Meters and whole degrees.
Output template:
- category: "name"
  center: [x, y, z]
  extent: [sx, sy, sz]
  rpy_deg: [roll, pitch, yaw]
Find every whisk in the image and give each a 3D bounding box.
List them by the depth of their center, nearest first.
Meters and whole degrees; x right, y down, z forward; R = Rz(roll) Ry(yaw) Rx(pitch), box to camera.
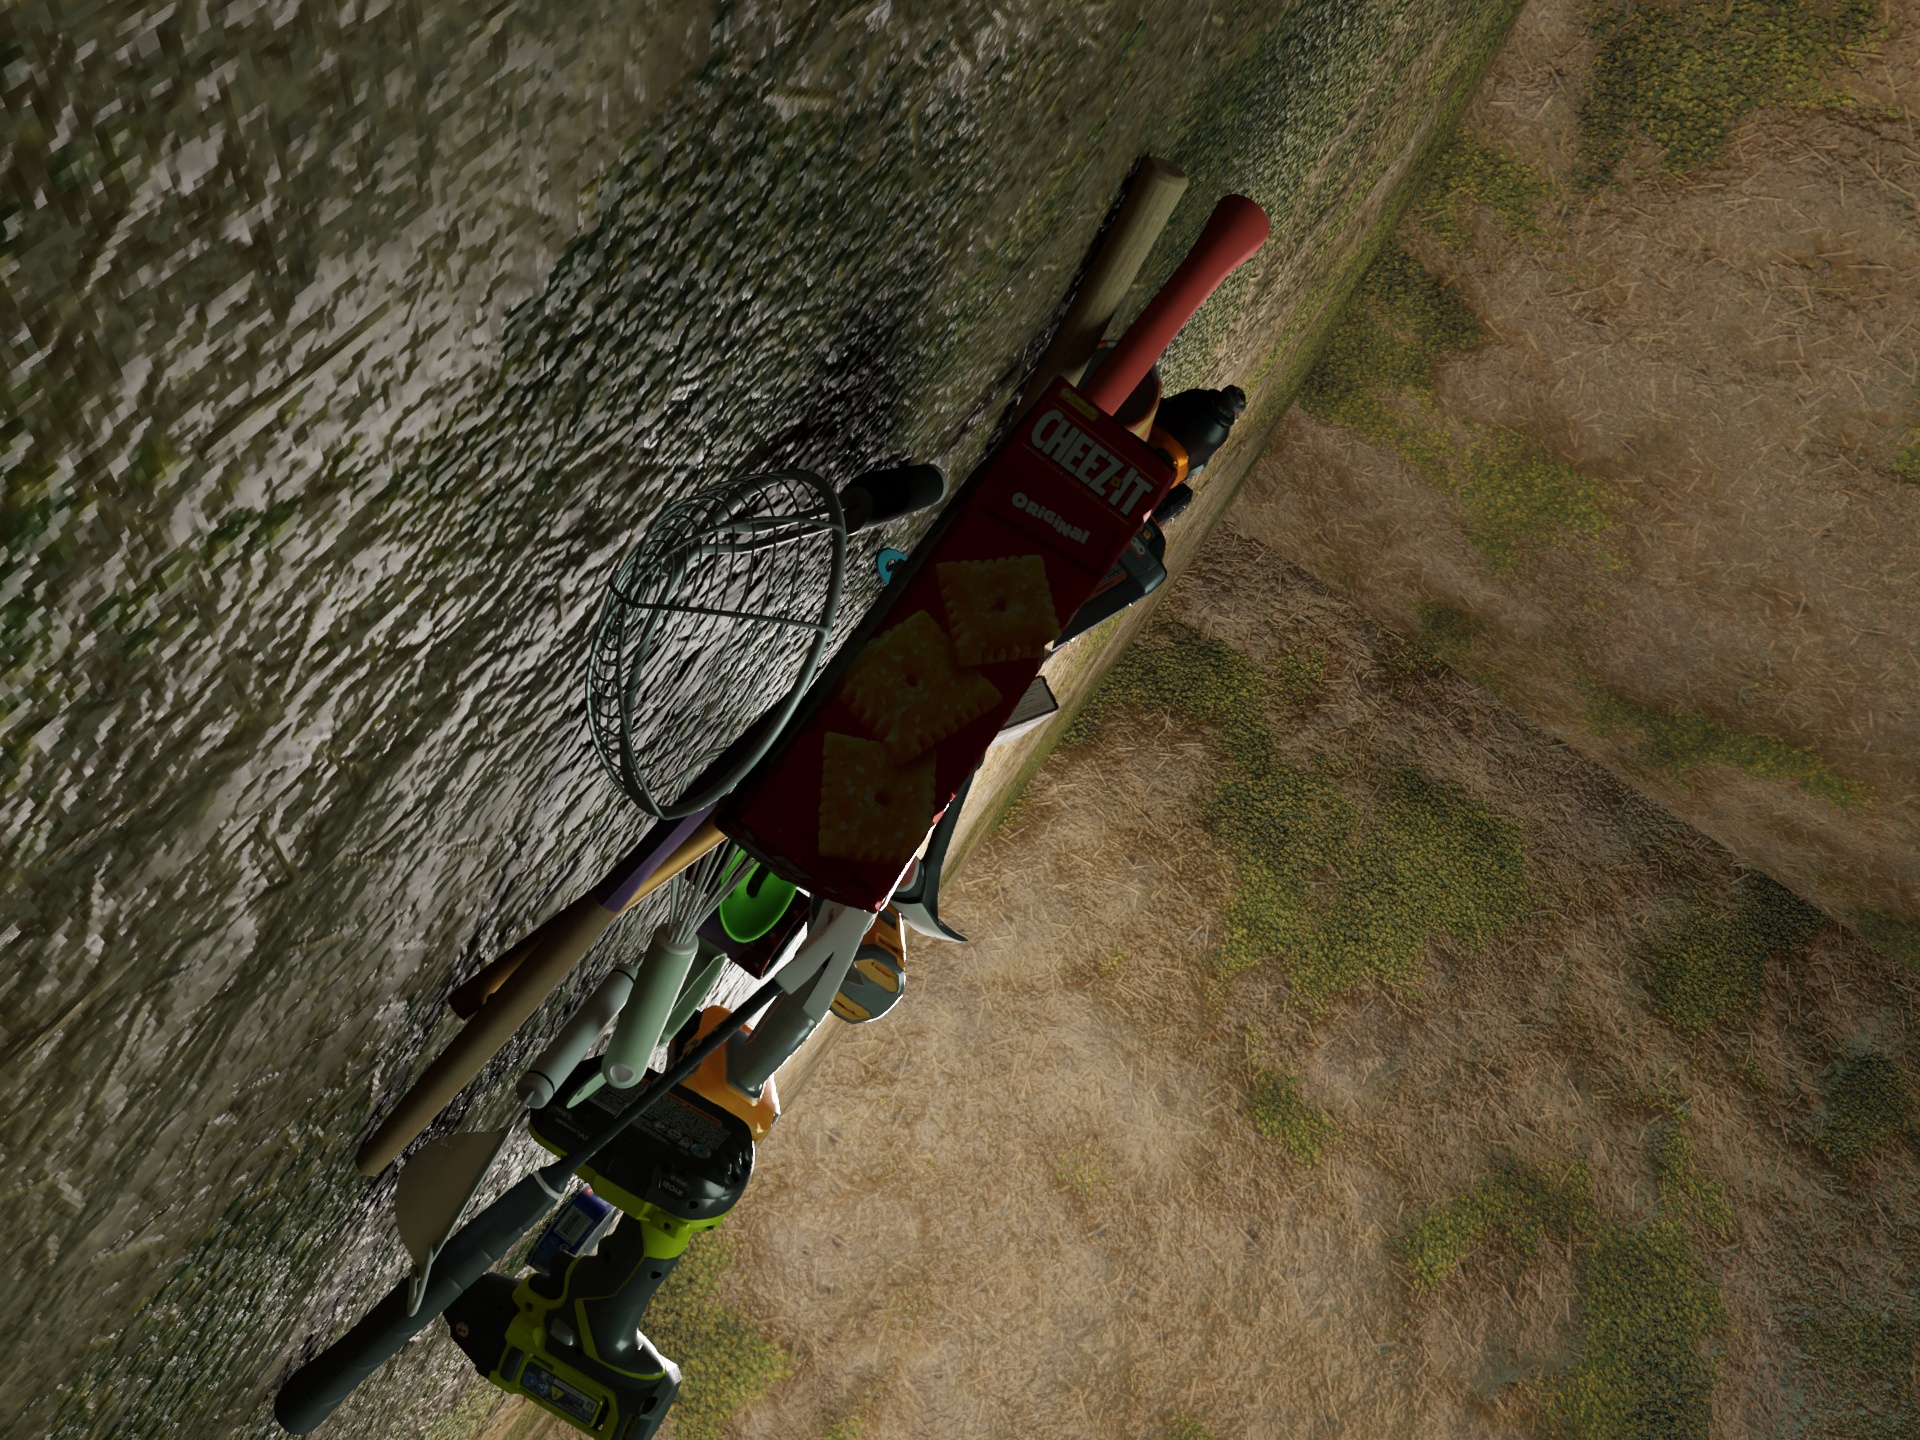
- category: "whisk"
  center: [-0.150, 0.110, 0.852]
  extent: [0.059, 0.057, 0.246]
  rpy_deg: [-83, -163, -59]

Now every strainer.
- category: "strainer"
  center: [-0.233, 0.201, 0.846]
  extent: [0.087, 0.050, 0.258]
  rpy_deg: [-51, -177, 35]

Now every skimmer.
- category: "skimmer"
  center: [-0.046, -0.060, 0.657]
  extent: [0.127, 0.090, 0.363]
  rpy_deg: [-49, 177, 21]

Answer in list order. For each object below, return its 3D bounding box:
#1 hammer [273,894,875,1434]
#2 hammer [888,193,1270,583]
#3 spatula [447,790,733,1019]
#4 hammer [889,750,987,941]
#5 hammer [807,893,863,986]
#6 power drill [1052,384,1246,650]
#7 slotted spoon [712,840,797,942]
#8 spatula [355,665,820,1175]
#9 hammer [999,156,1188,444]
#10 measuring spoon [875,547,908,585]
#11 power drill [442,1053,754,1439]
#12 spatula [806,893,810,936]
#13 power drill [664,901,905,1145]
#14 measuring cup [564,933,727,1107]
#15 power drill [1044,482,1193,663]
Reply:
- category: "hammer"
  center: [-0.202, 0.233, 0.824]
  extent: [0.409, 0.036, 0.149]
  rpy_deg: [-42, -174, 5]
- category: "hammer"
  center: [0.070, -0.172, 0.890]
  extent: [0.359, 0.037, 0.149]
  rpy_deg: [-53, 174, -19]
- category: "spatula"
  center: [-0.099, 0.045, 0.760]
  extent: [0.322, 0.041, 0.081]
  rpy_deg: [-37, 145, -30]
- category: "hammer"
  center: [0.019, 0.003, 1.234]
  extent: [0.127, 0.034, 0.337]
  rpy_deg: [59, 45, -57]
- category: "hammer"
  center: [-0.002, -0.003, 1.043]
  extent: [0.386, 0.038, 0.143]
  rpy_deg: [-58, -158, 23]
- category: "power drill"
  center: [0.118, -0.158, 1.137]
  extent: [0.164, 0.084, 0.227]
  rpy_deg: [-30, -162, 38]
- category: "slotted spoon"
  center: [-0.042, -0.005, 0.924]
  extent: [0.314, 0.031, 0.070]
  rpy_deg: [-51, 141, -14]
- category: "spatula"
  center: [-0.162, 0.091, 0.658]
  extent: [0.316, 0.018, 0.060]
  rpy_deg: [-46, -173, 19]
- category: "hammer"
  center: [0.046, -0.183, 0.959]
  extent: [0.331, 0.031, 0.130]
  rpy_deg: [-60, 172, 34]
- category: "measuring spoon"
  center: [-0.024, -0.072, 0.937]
  extent: [0.042, 0.021, 0.128]
  rpy_deg: [-55, 146, -5]
- category: "power drill"
  center: [-0.234, 0.330, 0.996]
  extent: [0.223, 0.171, 0.080]
  rpy_deg: [-66, 170, 17]
- category: "spatula"
  center: [-0.057, 0.049, 1.318]
  extent: [0.317, 0.044, 0.082]
  rpy_deg: [-57, -166, 2]
- category: "power drill"
  center: [-0.129, 0.206, 1.218]
  extent: [0.226, 0.084, 0.185]
  rpy_deg: [-46, -160, 16]
- category: "measuring cup"
  center: [-0.204, 0.183, 0.977]
  extent: [0.083, 0.038, 0.167]
  rpy_deg: [-59, 171, 28]
- category: "power drill"
  center: [0.087, -0.121, 1.379]
  extent: [0.188, 0.080, 0.226]
  rpy_deg: [-39, 168, -44]
